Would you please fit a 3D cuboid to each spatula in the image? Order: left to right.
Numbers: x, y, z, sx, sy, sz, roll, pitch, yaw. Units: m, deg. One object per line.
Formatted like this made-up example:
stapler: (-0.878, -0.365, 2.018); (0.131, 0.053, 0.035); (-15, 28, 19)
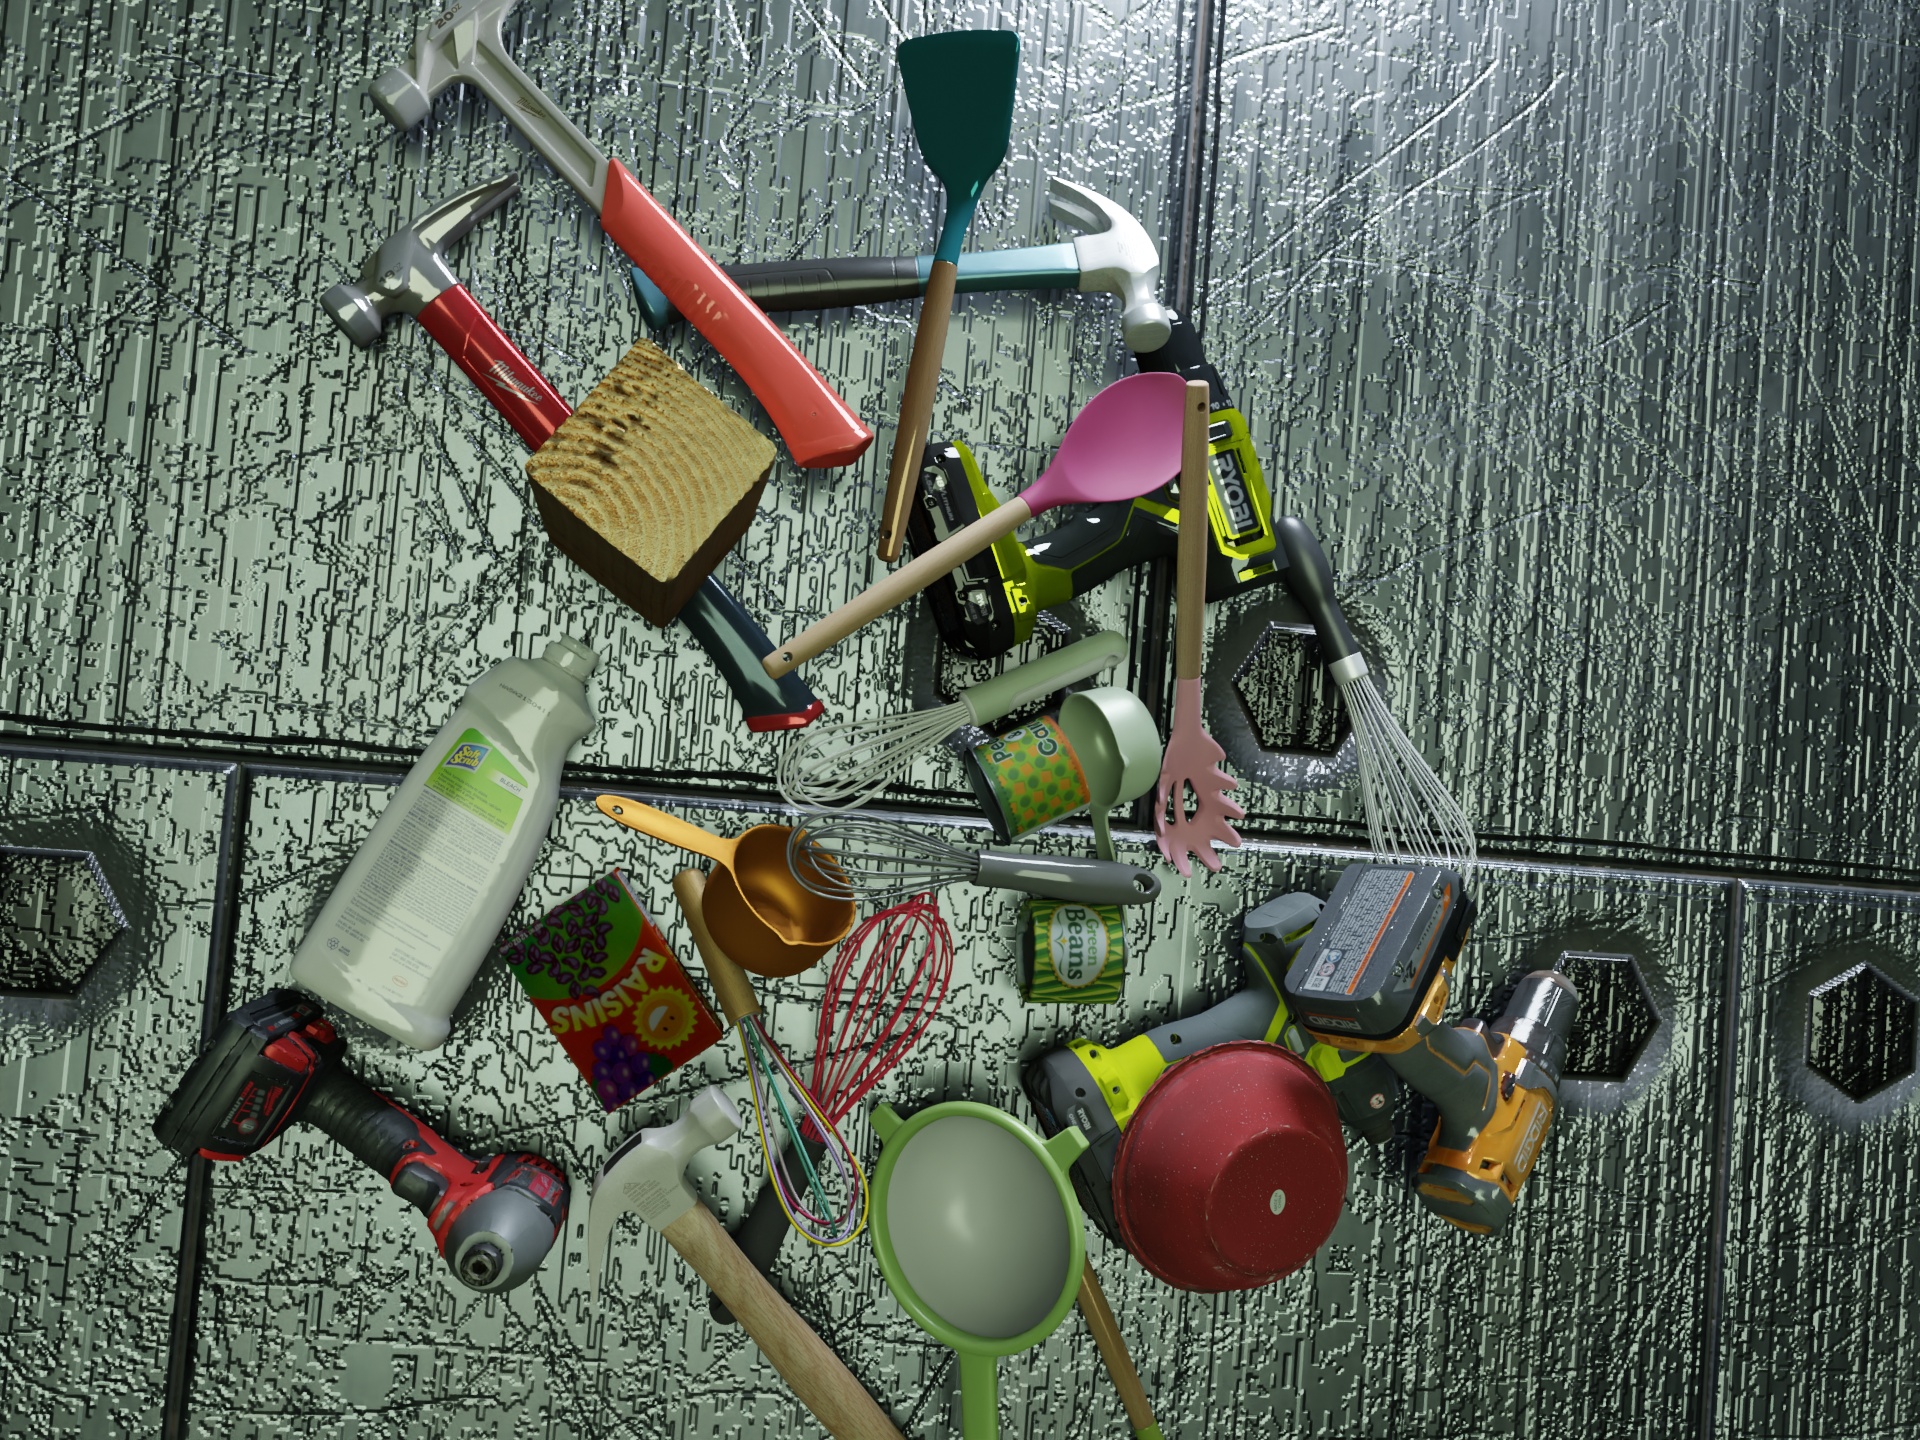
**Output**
spatula: (-0.020, -0.251, 0.948); (0.082, 0.044, 0.317); (7, 83, 26)

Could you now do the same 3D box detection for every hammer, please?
hammer: (-0.209, -0.153, 0.985); (0.143, 0.038, 0.386); (-42, 95, -10)
hammer: (-0.178, -0.295, 0.953); (0.149, 0.036, 0.359); (-44, 89, -10)
hammer: (-0.104, 0.380, 0.962); (0.130, 0.031, 0.331); (-36, 104, -2)
hammer: (-0.041, -0.277, 1.000); (0.331, 0.033, 0.128); (-5, 62, -4)

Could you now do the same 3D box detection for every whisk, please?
whisk: (-0.118, 0.198, 0.956); (0.047, 0.051, 0.245); (-26, 70, -3)
whisk: (-0.083, 0.240, 0.986); (0.073, 0.073, 0.296); (27, 89, -8)
whisk: (-0.002, -0.003, 1.011); (0.246, 0.057, 0.059); (-24, 62, -13)
whisk: (0.011, 0.093, 0.971); (0.239, 0.055, 0.055); (7, 87, -14)
whisk: (0.269, -0.004, 1.053); (0.070, 0.070, 0.284); (-22, 87, -9)

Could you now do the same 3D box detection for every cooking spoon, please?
cooking spoon: (0.017, -0.114, 0.948); (0.319, 0.017, 0.068); (-34, 97, -14)

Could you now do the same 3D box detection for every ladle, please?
ladle: (0.109, 0.427, 1.011); (0.078, 0.062, 0.320); (-23, 89, -8)

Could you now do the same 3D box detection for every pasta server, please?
pasta server: (0.146, -0.050, 0.984); (0.060, 0.040, 0.316); (-10, 116, -18)

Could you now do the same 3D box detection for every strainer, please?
strainer: (0.023, 0.358, 0.978); (0.151, 0.069, 0.256); (-2, 90, 32)

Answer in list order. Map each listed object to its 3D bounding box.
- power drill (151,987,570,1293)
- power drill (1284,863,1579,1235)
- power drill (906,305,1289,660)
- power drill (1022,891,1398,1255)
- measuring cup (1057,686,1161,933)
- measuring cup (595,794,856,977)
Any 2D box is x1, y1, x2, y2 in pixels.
power drill: (-0.328, 0.247, 0.902); (0.219, 0.143, 0.078); (33, 86, -5)
power drill: (0.312, 0.185, 1.000); (0.226, 0.084, 0.185); (52, 58, -25)
power drill: (0.081, -0.148, 1.014); (0.228, 0.080, 0.190); (-19, 92, -12)
power drill: (0.169, 0.235, 1.016); (0.223, 0.080, 0.171); (-27, 97, -12)
measuring cup: (0.104, 0.058, 1.023); (0.038, 0.083, 0.167); (-18, 108, -24)
measuring cup: (-0.149, 0.095, 0.953); (0.173, 0.095, 0.052); (27, 126, -21)
